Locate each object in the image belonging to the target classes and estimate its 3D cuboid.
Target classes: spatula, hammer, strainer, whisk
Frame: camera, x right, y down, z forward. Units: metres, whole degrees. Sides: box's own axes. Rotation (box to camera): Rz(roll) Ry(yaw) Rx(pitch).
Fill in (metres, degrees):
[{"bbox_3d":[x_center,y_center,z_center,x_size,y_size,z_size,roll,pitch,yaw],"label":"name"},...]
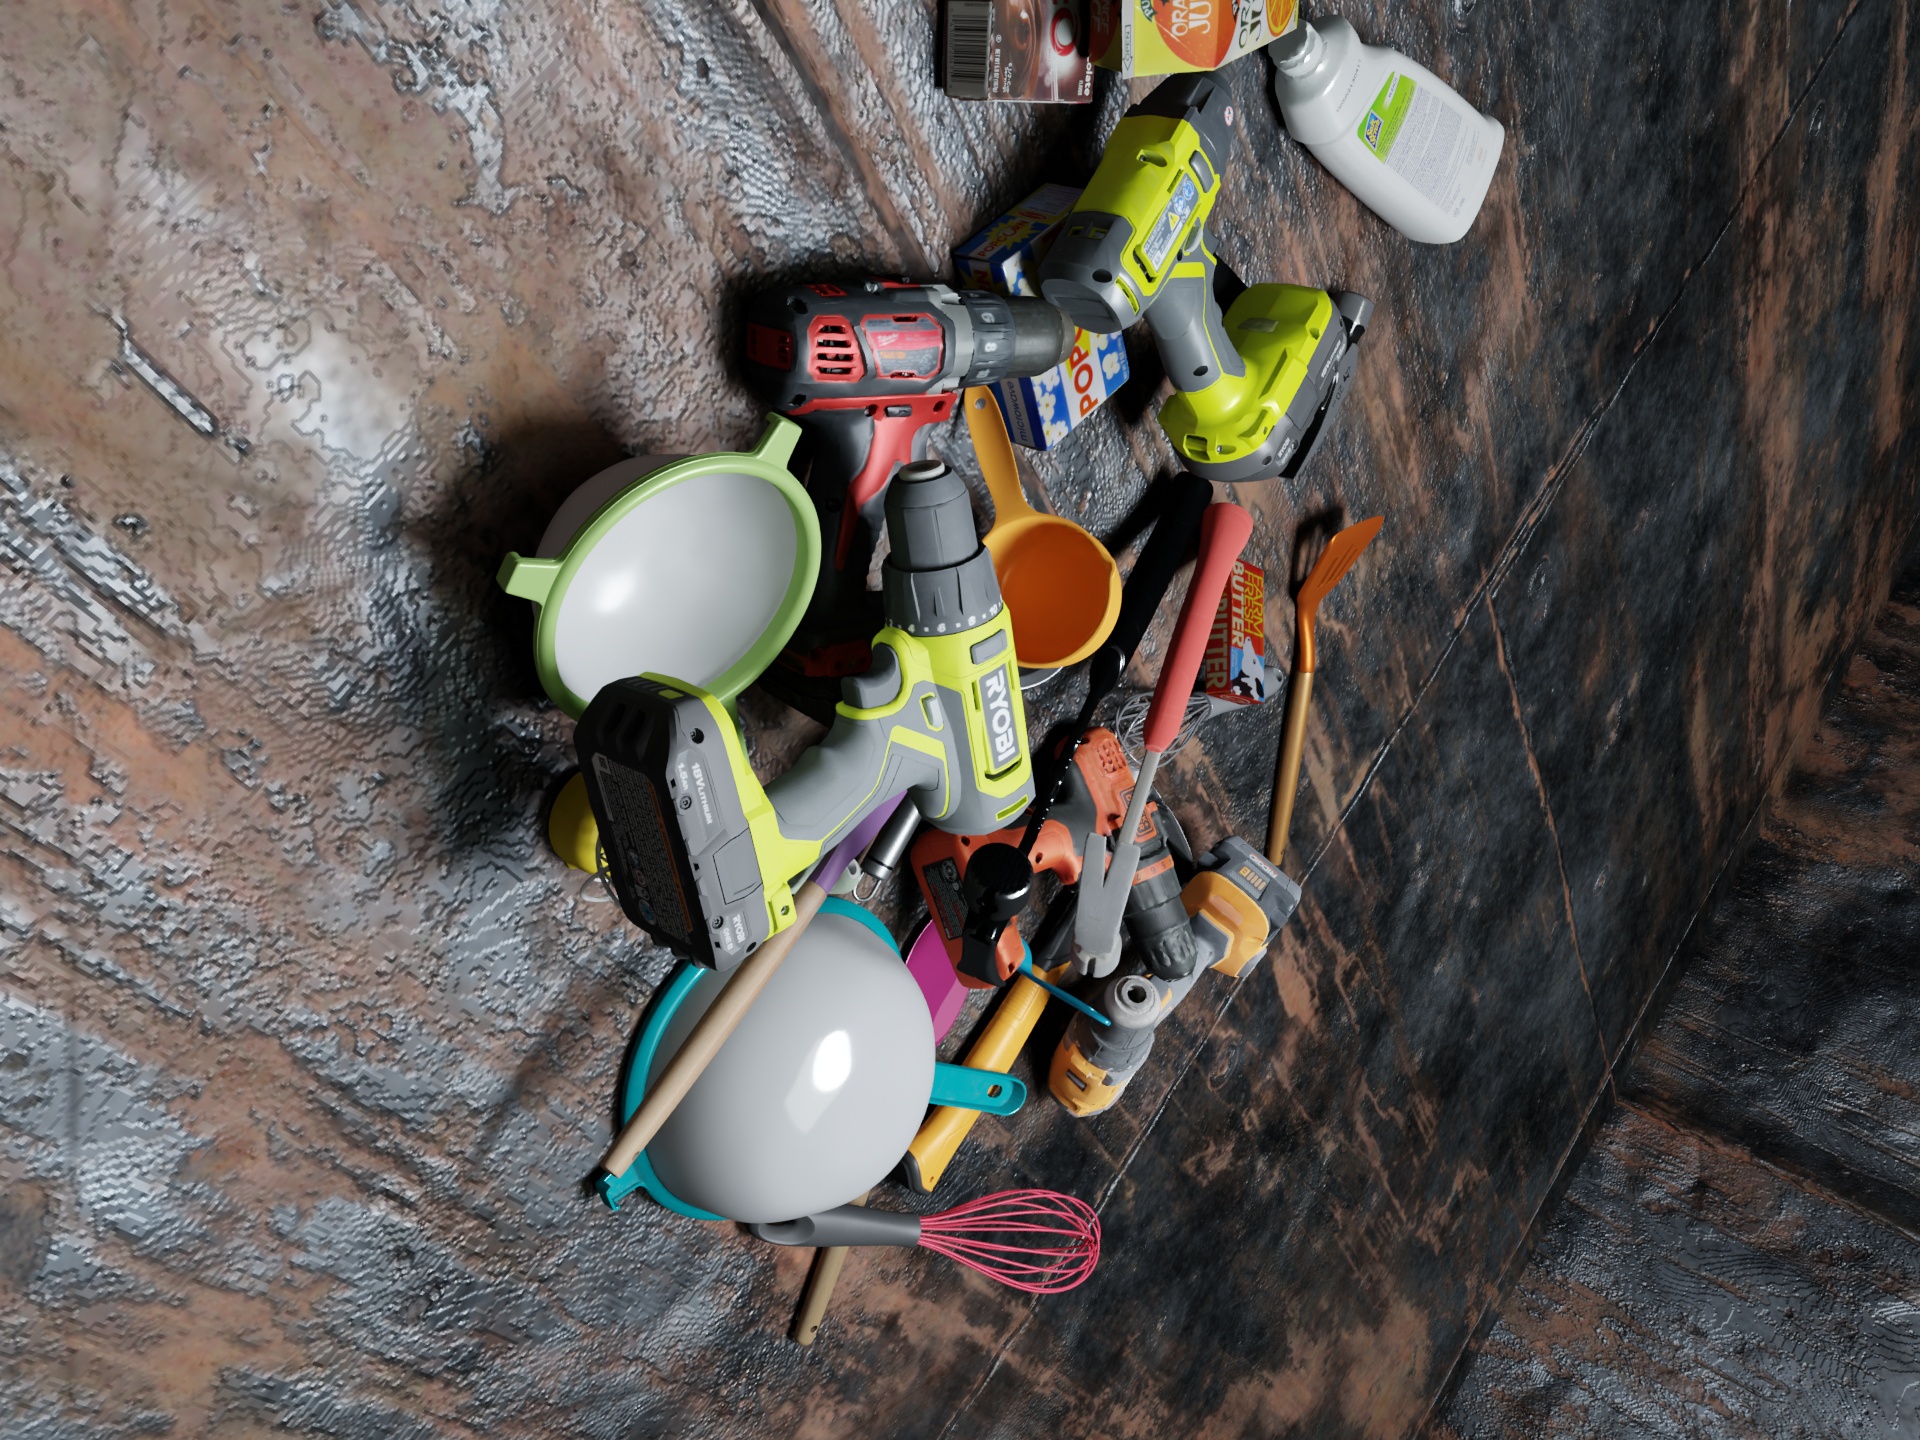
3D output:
[{"bbox_3d":[0.291,-0.017,1.323,0.081,0.041,0.322,-23,126,-43],"label":"spatula"},{"bbox_3d":[0.136,-0.016,1.034,0.149,0.037,0.359,92,17,-53],"label":"hammer"},{"bbox_3d":[0.057,0.196,1.160,0.337,0.034,0.127,-56,140,-14],"label":"hammer"},{"bbox_3d":[0.179,-0.274,1.061,0.334,0.035,0.146,19,93,-52],"label":"hammer"},{"bbox_3d":[-0.141,-0.039,0.786,0.151,0.069,0.256,-34,147,-21],"label":"strainer"},{"bbox_3d":[0.085,-0.014,0.988,0.149,0.036,0.409,100,15,-53],"label":"hammer"},{"bbox_3d":[-0.002,-0.003,0.978,0.086,0.050,0.258,30,87,-22],"label":"strainer"},{"bbox_3d":[-0.045,0.233,0.983,0.340,0.095,0.211,22,90,-46],"label":"strainer"},{"bbox_3d":[-0.018,0.349,1.089,0.295,0.073,0.073,17,96,-34],"label":"whisk"},{"bbox_3d":[-0.119,0.082,0.858,0.059,0.058,0.246,-33,162,18],"label":"whisk"},{"bbox_3d":[0.183,-0.009,1.195,0.239,0.055,0.055,-19,123,-49],"label":"whisk"},{"bbox_3d":[-0.093,0.113,0.869,0.316,0.018,0.059,-54,162,-26],"label":"spatula"}]

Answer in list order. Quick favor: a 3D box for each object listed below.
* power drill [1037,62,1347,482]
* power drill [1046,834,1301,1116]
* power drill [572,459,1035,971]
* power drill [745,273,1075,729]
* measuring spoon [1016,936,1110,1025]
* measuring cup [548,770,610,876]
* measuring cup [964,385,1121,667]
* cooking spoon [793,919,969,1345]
[{"bbox_3d":[0.146,-0.259,0.939,0.171,0.080,0.223,-61,140,-12],"label":"power drill"},{"bbox_3d":[0.160,0.187,1.200,0.226,0.084,0.185,-41,162,-27],"label":"power drill"},{"bbox_3d":[-0.061,-0.004,0.753,0.228,0.080,0.190,-30,123,-36],"label":"power drill"},{"bbox_3d":[-0.024,-0.121,0.847,0.188,0.080,0.226,-11,114,-34],"label":"power drill"},{"bbox_3d":[0.060,0.170,1.071,0.042,0.129,0.021,34,84,-42],"label":"measuring spoon"},{"bbox_3d":[-0.150,0.065,0.847,0.156,0.029,0.062,25,89,-51],"label":"measuring cup"},{"bbox_3d":[0.038,-0.113,0.929,0.052,0.095,0.174,9,63,-72],"label":"measuring cup"},{"bbox_3d":[-0.056,0.277,1.080,0.068,0.017,0.319,15,96,-46],"label":"cooking spoon"}]
